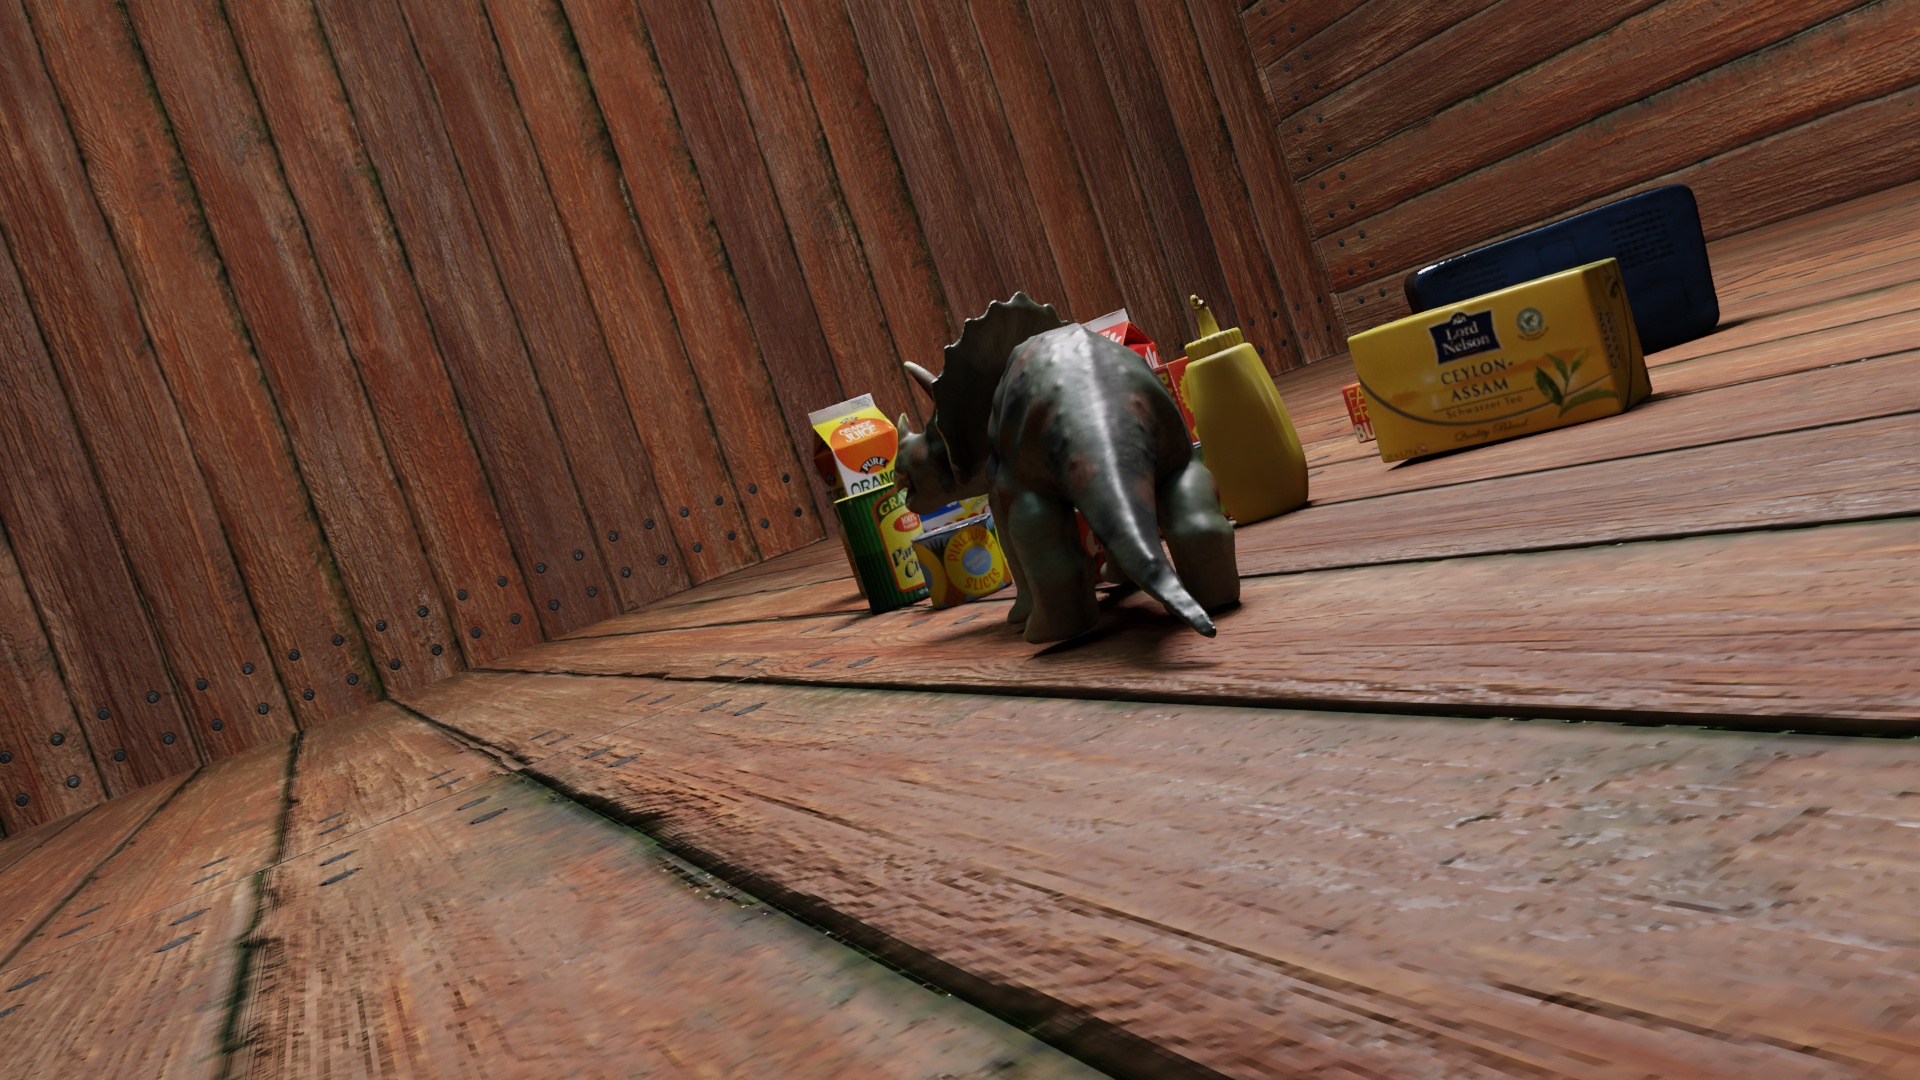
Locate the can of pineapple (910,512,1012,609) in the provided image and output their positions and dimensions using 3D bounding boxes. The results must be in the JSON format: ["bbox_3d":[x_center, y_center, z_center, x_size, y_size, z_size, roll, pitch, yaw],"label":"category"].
[{"bbox_3d":[0.002,0.016,1.078,0.071,0.058,0.071,-19,4,1],"label":"can of pineapple"}]

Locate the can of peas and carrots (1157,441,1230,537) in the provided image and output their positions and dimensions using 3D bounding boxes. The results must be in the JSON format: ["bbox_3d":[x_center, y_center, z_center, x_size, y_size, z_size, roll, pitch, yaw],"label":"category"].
[{"bbox_3d":[0.168,-0.039,1.042,0.071,0.058,0.071,-19,4,1],"label":"can of peas and carrots"}]

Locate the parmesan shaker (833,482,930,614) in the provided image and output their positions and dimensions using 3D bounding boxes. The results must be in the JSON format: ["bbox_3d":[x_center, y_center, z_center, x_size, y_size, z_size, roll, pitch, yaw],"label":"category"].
[{"bbox_3d":[-0.060,0.004,1.204,0.071,0.103,0.071,-19,3,1],"label":"parmesan shaker"}]

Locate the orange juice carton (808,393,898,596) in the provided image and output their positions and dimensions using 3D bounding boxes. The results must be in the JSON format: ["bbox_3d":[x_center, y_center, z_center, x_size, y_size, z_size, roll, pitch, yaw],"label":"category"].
[{"bbox_3d":[-0.090,-0.046,1.390,0.072,0.192,0.073,-20,4,-22],"label":"orange juice carton"}]

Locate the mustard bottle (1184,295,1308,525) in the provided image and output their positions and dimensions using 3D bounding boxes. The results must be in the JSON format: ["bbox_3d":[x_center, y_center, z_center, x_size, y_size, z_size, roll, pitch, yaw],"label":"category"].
[{"bbox_3d":[0.189,-0.094,0.953,0.065,0.160,0.049,-18,4,19],"label":"mustard bottle"}]

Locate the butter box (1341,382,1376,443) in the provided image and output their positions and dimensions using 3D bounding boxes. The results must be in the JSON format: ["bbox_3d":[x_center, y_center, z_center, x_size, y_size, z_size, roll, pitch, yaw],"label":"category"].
[{"bbox_3d":[0.381,-0.120,1.199,0.024,0.053,0.103,-21,4,-34],"label":"butter box"}]

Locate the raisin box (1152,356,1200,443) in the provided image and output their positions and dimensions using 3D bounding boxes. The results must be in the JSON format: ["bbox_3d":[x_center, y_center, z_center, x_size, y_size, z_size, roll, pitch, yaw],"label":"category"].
[{"bbox_3d":[0.204,-0.095,1.178,0.086,0.123,0.040,-22,5,-43],"label":"raisin box"}]

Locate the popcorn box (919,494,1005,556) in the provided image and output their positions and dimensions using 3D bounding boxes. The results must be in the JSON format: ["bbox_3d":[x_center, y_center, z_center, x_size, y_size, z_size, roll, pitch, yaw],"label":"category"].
[{"bbox_3d":[0.005,-0.016,1.315,0.127,0.085,0.038,-21,4,-30],"label":"popcorn box"}]

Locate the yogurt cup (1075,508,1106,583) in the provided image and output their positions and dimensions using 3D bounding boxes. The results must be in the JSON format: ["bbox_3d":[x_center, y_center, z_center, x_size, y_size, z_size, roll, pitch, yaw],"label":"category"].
[{"bbox_3d":[0.075,0.003,0.935,0.072,0.054,0.072,-19,4,1],"label":"yogurt cup"}]

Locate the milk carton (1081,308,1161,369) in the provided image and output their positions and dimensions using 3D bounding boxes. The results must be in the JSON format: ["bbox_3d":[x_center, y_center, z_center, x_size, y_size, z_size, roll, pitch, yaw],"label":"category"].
[{"bbox_3d":[0.170,-0.137,1.424,0.072,0.190,0.074,-16,4,38],"label":"milk carton"}]
